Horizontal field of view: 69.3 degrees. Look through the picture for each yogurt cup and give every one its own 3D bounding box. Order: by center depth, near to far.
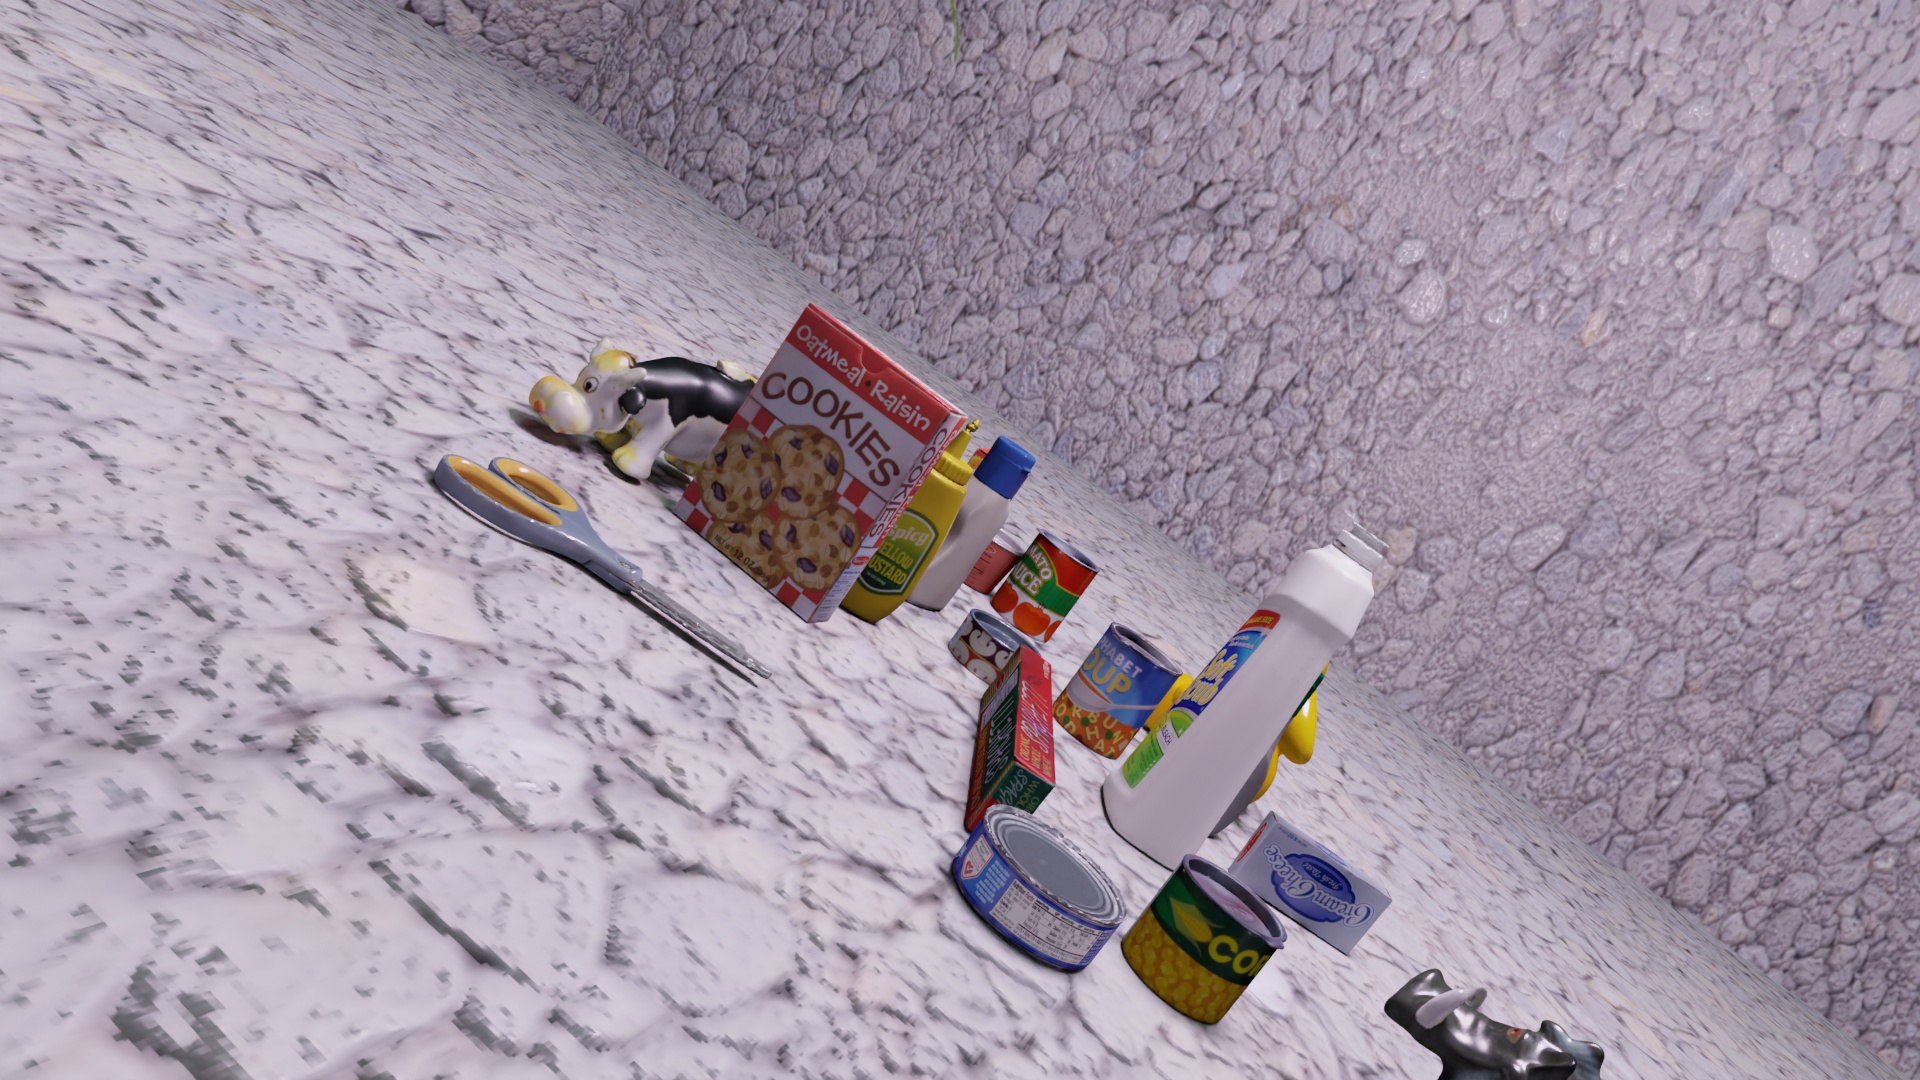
[{"bbox_3d":[0.019,0.014,1.299,0.072,0.054,0.072,34,10,-7],"label":"yogurt cup"}]

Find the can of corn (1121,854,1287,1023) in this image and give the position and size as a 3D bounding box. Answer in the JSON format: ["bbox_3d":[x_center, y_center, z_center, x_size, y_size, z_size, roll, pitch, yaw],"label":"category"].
[{"bbox_3d":[0.128,0.210,0.728,0.071,0.058,0.071,34,10,-7],"label":"can of corn"}]

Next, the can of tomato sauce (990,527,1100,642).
[{"bbox_3d":[0.075,0.041,1.271,0.071,0.083,0.071,34,10,-7],"label":"can of tomato sauce"}]

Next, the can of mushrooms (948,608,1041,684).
[{"bbox_3d":[0.028,0.085,1.053,0.071,0.033,0.071,34,10,-7],"label":"can of mushrooms"}]

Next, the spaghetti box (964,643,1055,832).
[{"bbox_3d":[0.033,0.120,0.859,0.028,0.050,0.250,35,10,-3],"label":"spaghetti box"}]

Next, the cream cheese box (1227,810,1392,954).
[{"bbox_3d":[0.245,0.241,0.978,0.104,0.053,0.024,34,10,-6],"label":"cream cheese box"}]

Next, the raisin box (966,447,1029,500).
[{"bbox_3d":[0.004,-0.021,1.212,0.040,0.123,0.086,37,10,10],"label":"raisin box"}]

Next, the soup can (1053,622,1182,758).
[{"bbox_3d":[0.117,0.114,1.063,0.071,0.083,0.071,34,10,-7],"label":"soup can"}]

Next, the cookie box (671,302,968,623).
[{"bbox_3d":[-0.093,-0.050,0.905,0.123,0.167,0.040,38,10,15],"label":"cookie box"}]

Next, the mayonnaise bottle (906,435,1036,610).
[{"bbox_3d":[0.004,-0.014,1.106,0.041,0.148,0.065,41,11,30],"label":"mayonnaise bottle"}]

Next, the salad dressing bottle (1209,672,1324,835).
[{"bbox_3d":[0.211,0.148,1.027,0.064,0.147,0.044,30,11,-26],"label":"salad dressing bottle"}]

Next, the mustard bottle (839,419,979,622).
[{"bbox_3d":[-0.036,-0.020,0.971,0.065,0.160,0.049,31,10,-21],"label":"mustard bottle"}]
